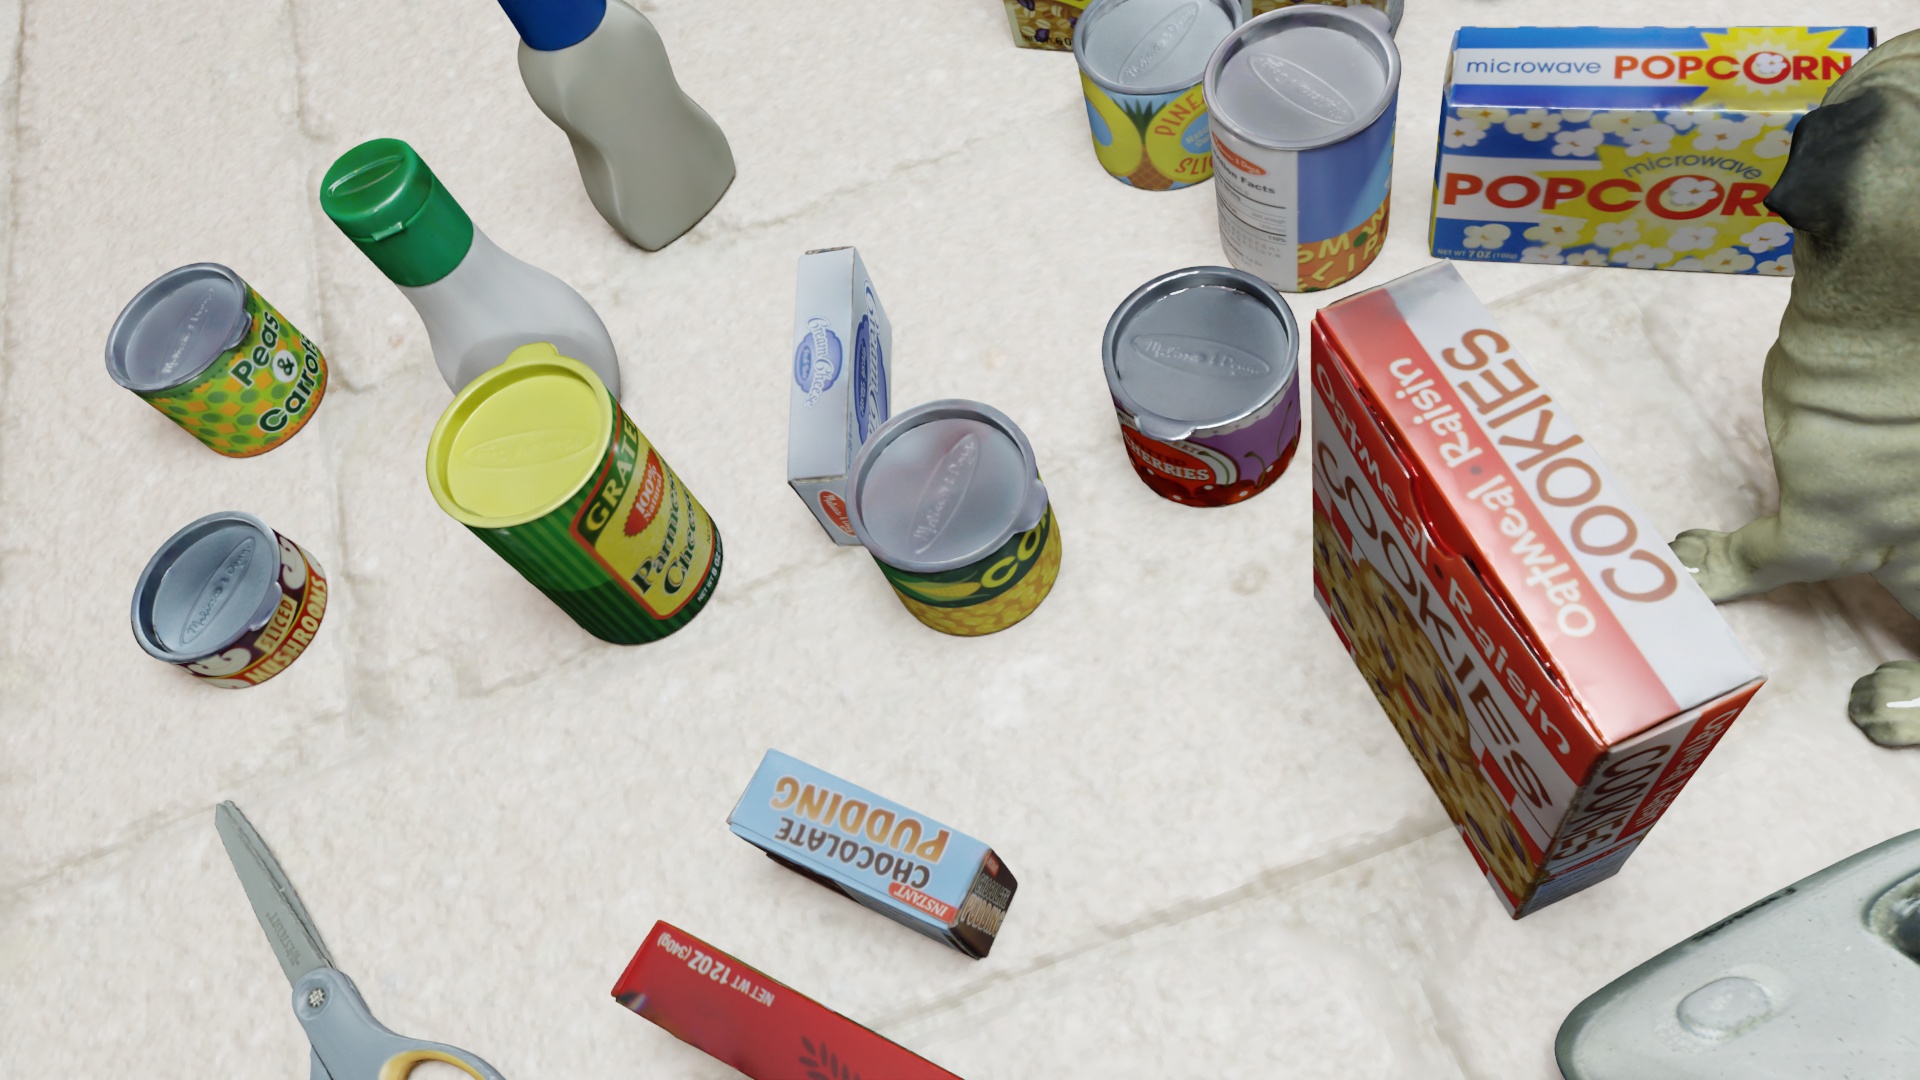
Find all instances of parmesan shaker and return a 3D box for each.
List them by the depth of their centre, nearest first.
[{"bbox_3d":[-0.134,-0.014,0.501,0.071,0.102,0.071,-6,62,12],"label":"parmesan shaker"}]

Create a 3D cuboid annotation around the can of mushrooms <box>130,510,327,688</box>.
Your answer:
[{"bbox_3d":[-0.293,0.025,0.562,0.071,0.033,0.071,-6,62,11],"label":"can of mushrooms"}]

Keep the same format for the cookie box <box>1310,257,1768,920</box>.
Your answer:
[{"bbox_3d":[0.140,0.023,0.375,0.040,0.167,0.123,-25,60,1],"label":"cookie box"}]

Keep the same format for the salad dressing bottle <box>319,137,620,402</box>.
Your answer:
[{"bbox_3d":[-0.181,-0.089,0.527,0.064,0.147,0.044,-23,60,2],"label":"salad dressing bottle"}]

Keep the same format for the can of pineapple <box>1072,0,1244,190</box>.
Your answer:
[{"bbox_3d":[0.083,-0.184,0.560,0.071,0.057,0.071,-6,62,12],"label":"can of pineapple"}]

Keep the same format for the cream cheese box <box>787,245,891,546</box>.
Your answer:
[{"bbox_3d":[-0.045,-0.055,0.528,0.024,0.053,0.104,-7,62,11],"label":"cream cheese box"}]

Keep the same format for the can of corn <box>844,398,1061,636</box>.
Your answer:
[{"bbox_3d":[0.002,-0.006,0.488,0.071,0.058,0.071,-6,62,12],"label":"can of corn"}]

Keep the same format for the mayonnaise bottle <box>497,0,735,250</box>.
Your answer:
[{"bbox_3d":[-0.145,-0.186,0.567,0.041,0.147,0.065,37,77,27],"label":"mayonnaise bottle"}]

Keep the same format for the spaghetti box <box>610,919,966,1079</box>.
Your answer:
[{"bbox_3d":[0.013,0.177,0.395,0.250,0.050,0.029,20,70,23],"label":"spaghetti box"}]

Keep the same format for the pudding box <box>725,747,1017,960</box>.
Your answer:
[{"bbox_3d":[-0.028,0.101,0.445,0.084,0.049,0.030,19,70,22],"label":"pudding box"}]

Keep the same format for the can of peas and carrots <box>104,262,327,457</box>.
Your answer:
[{"bbox_3d":[-0.322,-0.078,0.608,0.071,0.058,0.071,-6,62,12],"label":"can of peas and carrots"}]

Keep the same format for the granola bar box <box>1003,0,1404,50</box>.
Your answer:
[{"bbox_3d":[0.091,-0.248,0.553,0.165,0.123,0.039,12,68,20],"label":"granola bar box"}]

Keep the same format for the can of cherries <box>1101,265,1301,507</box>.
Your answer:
[{"bbox_3d":[0.085,-0.051,0.490,0.071,0.058,0.072,-6,62,12],"label":"can of cherries"}]

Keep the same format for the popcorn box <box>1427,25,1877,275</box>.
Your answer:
[{"bbox_3d":[0.231,-0.134,0.480,0.127,0.085,0.038,7,66,18],"label":"popcorn box"}]

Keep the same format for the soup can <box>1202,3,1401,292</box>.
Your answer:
[{"bbox_3d":[0.128,-0.144,0.512,0.071,0.083,0.071,-6,62,12],"label":"soup can"}]
